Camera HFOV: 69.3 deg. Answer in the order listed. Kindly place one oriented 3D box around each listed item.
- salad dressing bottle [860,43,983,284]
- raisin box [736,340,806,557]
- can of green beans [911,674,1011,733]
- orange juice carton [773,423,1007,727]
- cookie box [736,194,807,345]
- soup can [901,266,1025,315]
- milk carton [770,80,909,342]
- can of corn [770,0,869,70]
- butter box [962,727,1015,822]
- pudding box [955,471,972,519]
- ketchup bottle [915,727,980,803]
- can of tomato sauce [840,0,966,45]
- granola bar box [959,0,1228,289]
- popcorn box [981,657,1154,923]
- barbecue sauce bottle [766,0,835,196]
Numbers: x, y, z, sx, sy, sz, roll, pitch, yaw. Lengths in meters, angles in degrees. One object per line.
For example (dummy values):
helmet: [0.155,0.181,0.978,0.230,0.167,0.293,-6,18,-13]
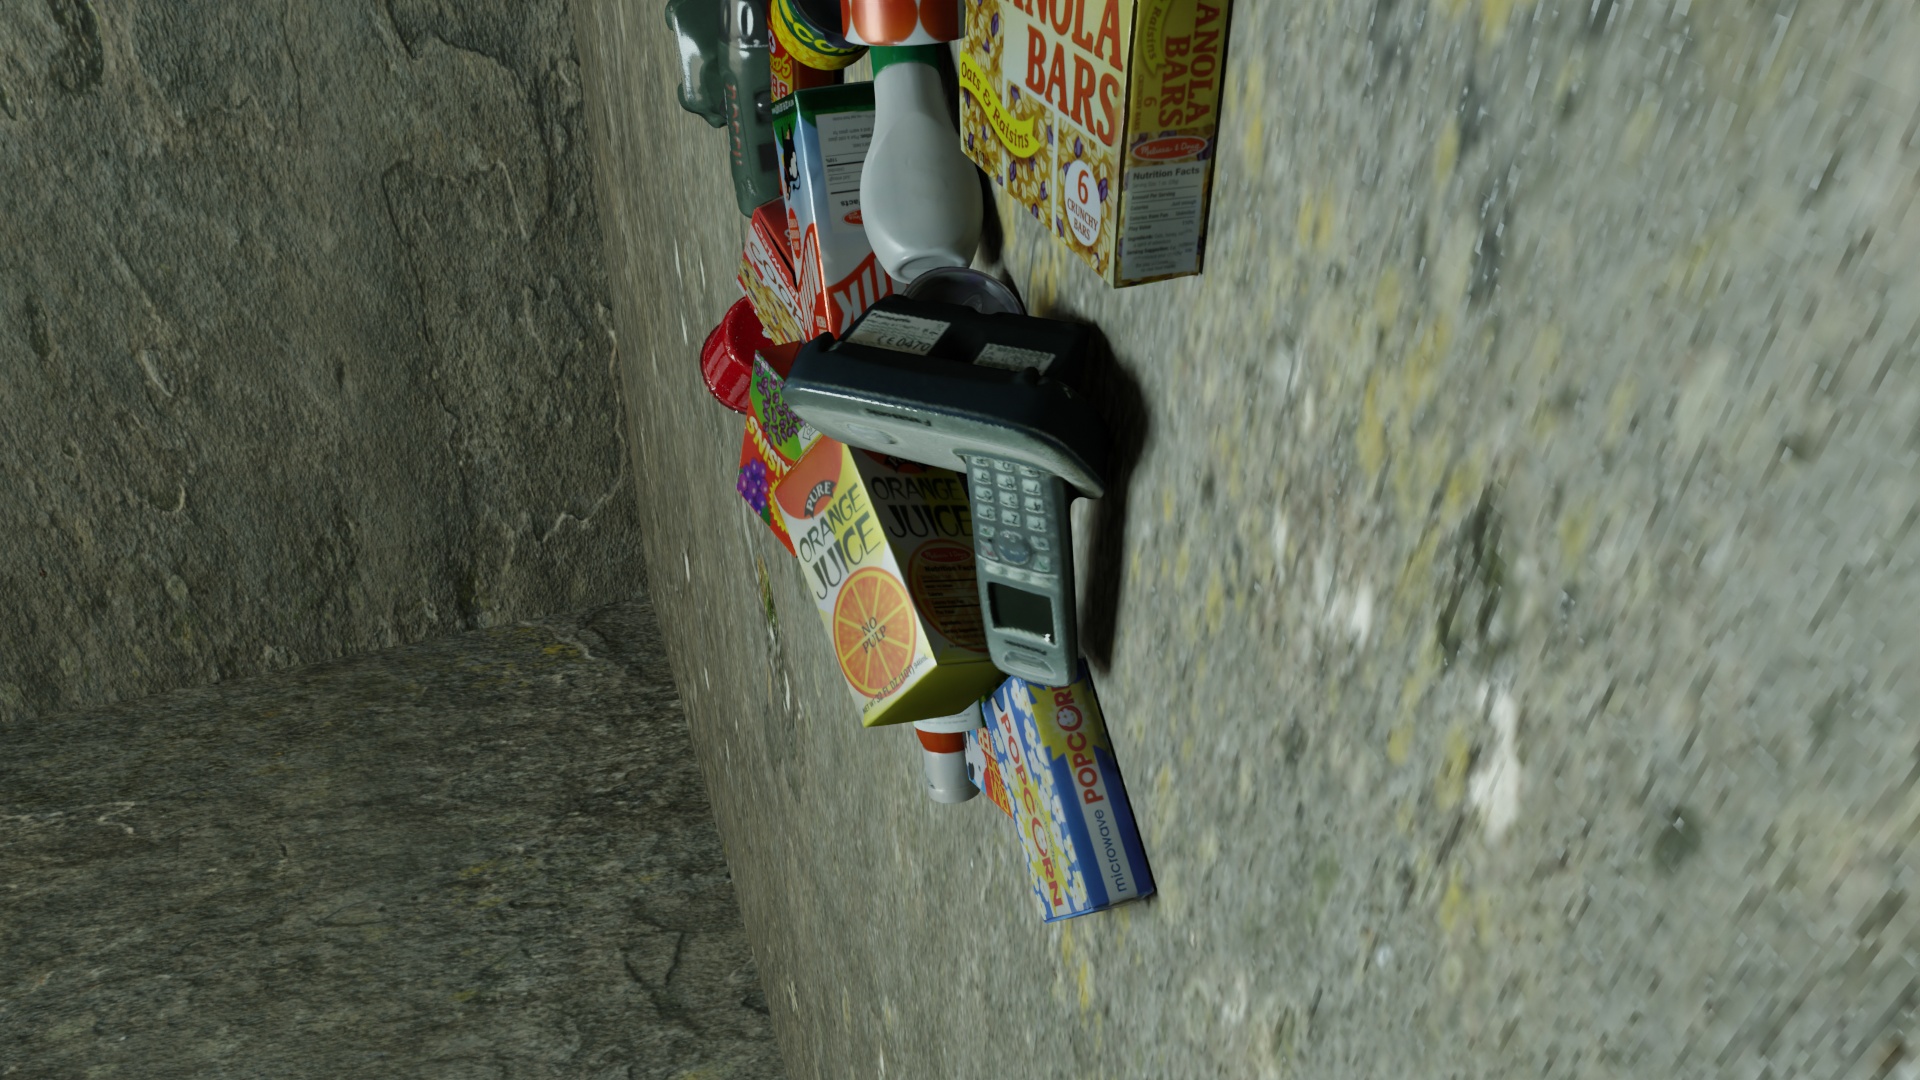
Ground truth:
salad dressing bottle: [-0.024,-0.212,0.736,0.044,0.064,0.148,108,156,-76]
raisin box: [-0.112,-0.062,0.958,0.086,0.040,0.122,45,137,32]
can of green beans: [-0.001,0.077,0.828,0.071,0.071,0.057,-160,59,-70]
orange juice carton: [-0.040,-0.001,0.764,0.071,0.073,0.193,-44,60,38]
cookie box: [-0.105,-0.161,0.975,0.123,0.040,0.167,58,166,-2]
soup can: [-0.003,-0.091,0.734,0.083,0.071,0.071,109,146,-60]
milk carton: [-0.060,-0.176,0.844,0.072,0.073,0.190,-152,53,-68]
can of corn: [-0.074,-0.313,0.812,0.058,0.071,0.071,179,80,-73]
butter box: [0.029,0.134,0.841,0.103,0.024,0.053,-156,56,-70]
pudding box: [0.003,-0.010,0.821,0.084,0.030,0.049,-133,35,-60]
ketchup bottle: [-0.011,0.098,0.913,0.065,0.043,0.148,-145,46,-66]
can of tomato sauce: [-0.030,-0.290,0.679,0.071,0.071,0.082,-130,32,-57]
granola bar box: [0.045,-0.191,0.553,0.166,0.039,0.123,-123,28,-51]
popcorn box: [0.054,0.134,0.735,0.085,0.038,0.127,122,134,-67]
barbecue sauce bottle: [-0.111,-0.303,0.977,0.147,0.044,0.065,94,155,-43]
